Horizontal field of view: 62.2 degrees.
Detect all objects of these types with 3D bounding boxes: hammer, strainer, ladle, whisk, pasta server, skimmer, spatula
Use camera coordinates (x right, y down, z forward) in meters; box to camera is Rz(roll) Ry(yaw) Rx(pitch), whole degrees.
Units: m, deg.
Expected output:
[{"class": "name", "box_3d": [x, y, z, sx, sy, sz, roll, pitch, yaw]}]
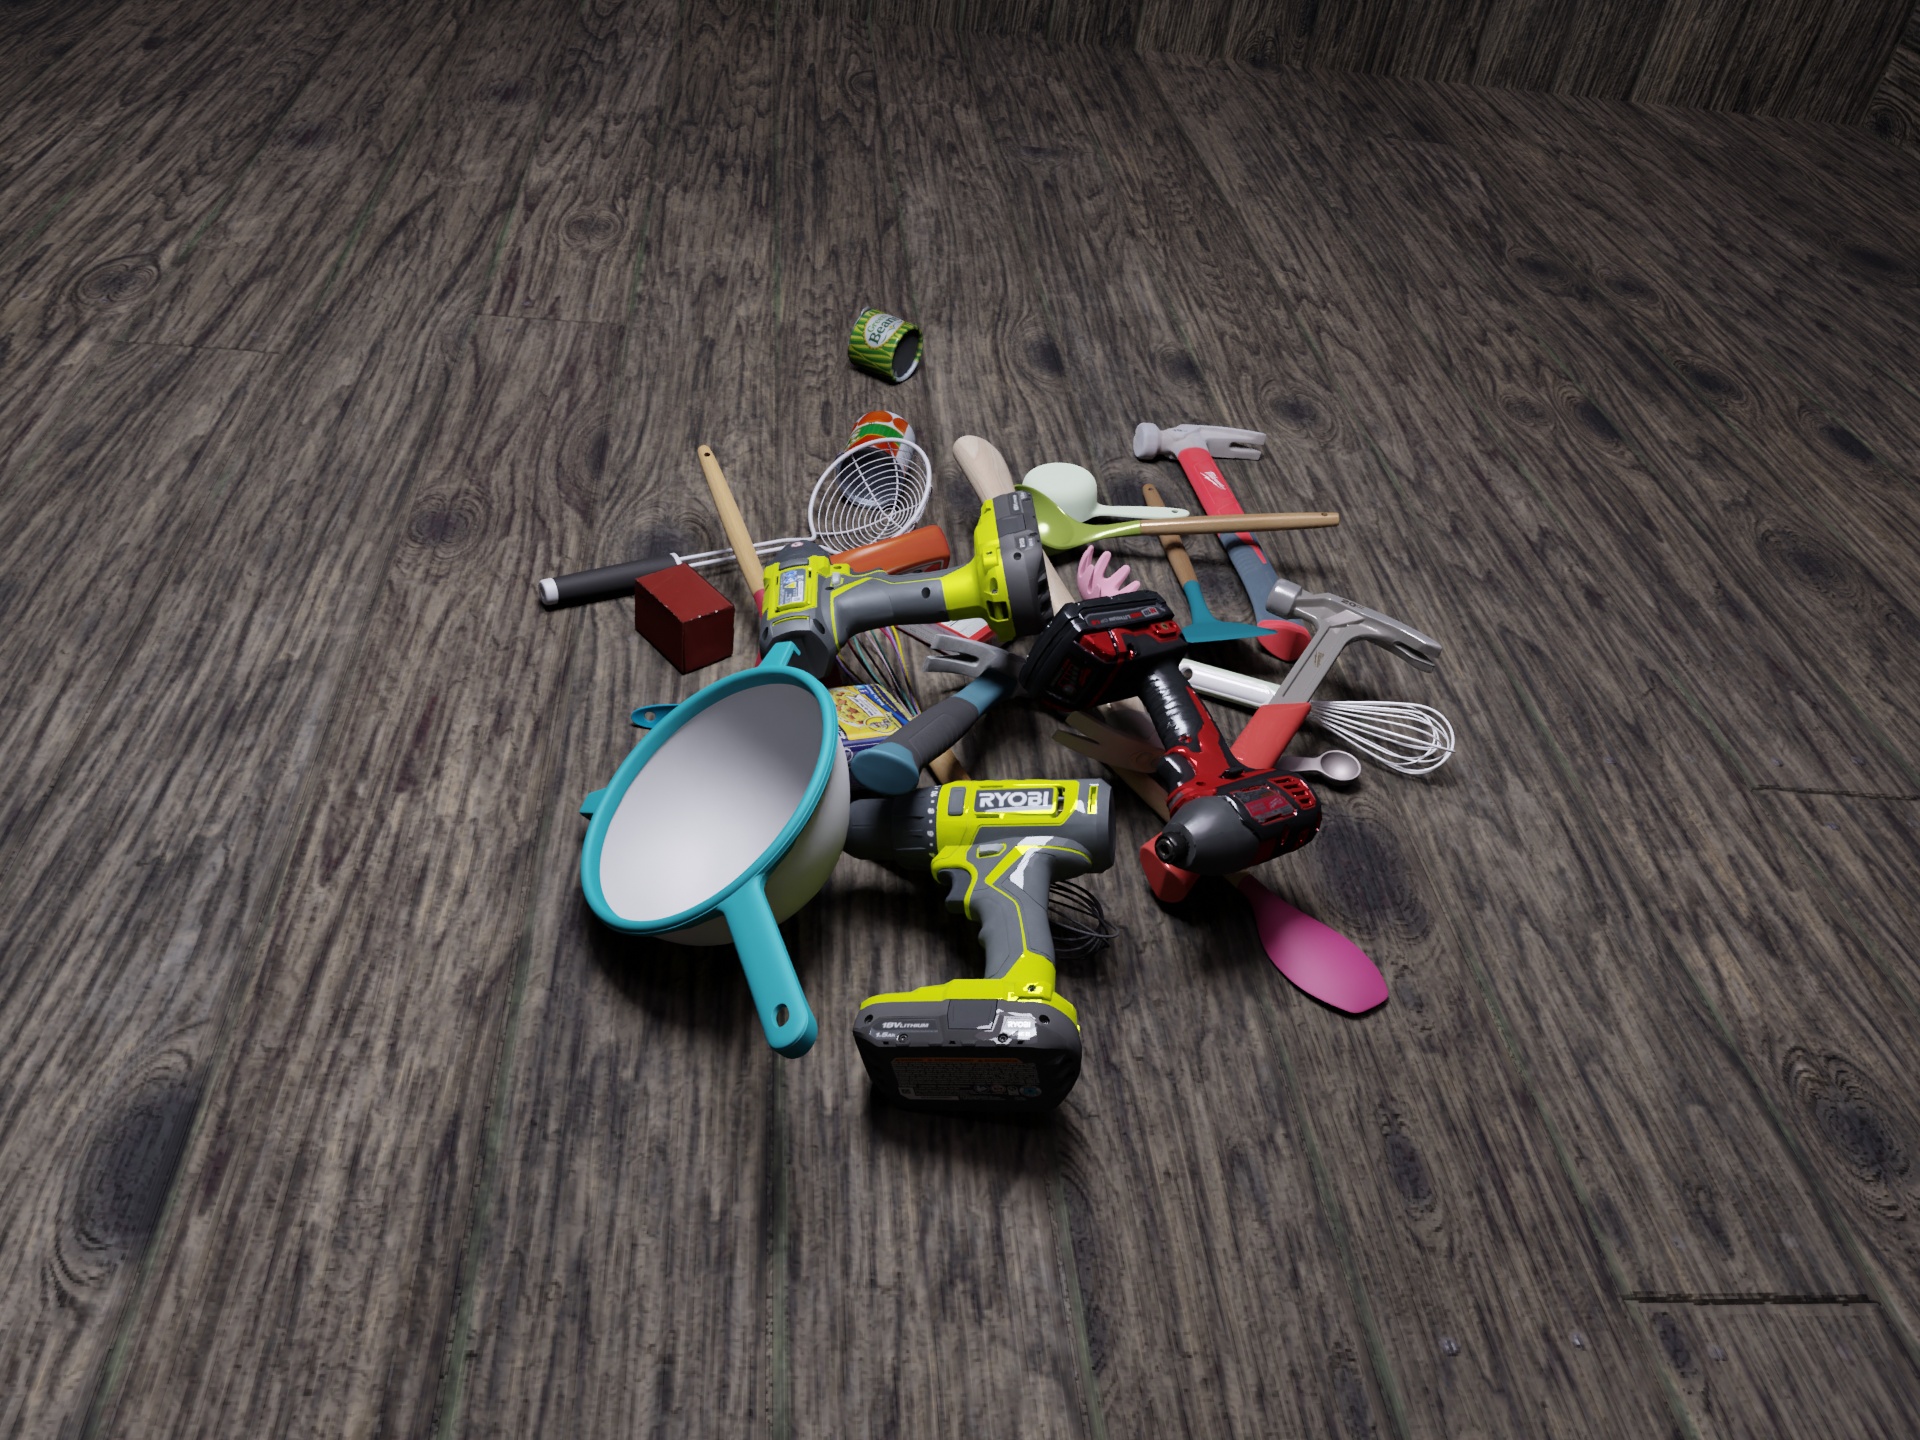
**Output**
[{"class": "hammer", "box_3d": [0.247, 0.017, 1.241, 0.149, 0.036, 0.359, 26, 49, 18]}, {"class": "strainer", "box_3d": [-0.125, 0.107, 1.019, 0.211, 0.095, 0.341, -38, 39, 6]}, {"class": "ladle", "box_3d": [0.196, -0.192, 1.497, 0.320, 0.062, 0.078, -2, 44, 2]}, {"class": "whisk", "box_3d": [0.004, 0.108, 1.127, 0.239, 0.055, 0.055, 23, 40, 24]}, {"class": "hammer", "box_3d": [0.068, -0.114, 1.347, 0.146, 0.038, 0.411, 14, 36, -38]}, {"class": "pasta server", "box_3d": [0.173, -0.036, 1.333, 0.060, 0.040, 0.317, 15, 33, -39]}, {"class": "skimmer", "box_3d": [-0.195, -0.173, 1.407, 0.363, 0.090, 0.127, -16, 47, -28]}, {"class": "hammer", "box_3d": [0.284, -0.185, 1.563, 0.143, 0.038, 0.387, 1, 38, -12]}, {"class": "ladle", "box_3d": [-0.173, -0.124, 1.340, 0.069, 0.031, 0.316, -16, 56, -15]}, {"class": "whisk", "box_3d": [0.292, -0.009, 1.335, 0.246, 0.058, 0.059, 17, 4, 17]}, {"class": "hammer", "box_3d": [-0.002, -0.004, 1.184, 0.128, 0.033, 0.331, 25, 20, 11]}, {"class": "whisk", "box_3d": [-0.041, -0.014, 1.275, 0.047, 0.051, 0.245, -7, 43, -29]}, {"class": "spatula", "box_3d": [0.214, -0.149, 1.498, 0.082, 0.044, 0.318, -6, 38, -5]}]

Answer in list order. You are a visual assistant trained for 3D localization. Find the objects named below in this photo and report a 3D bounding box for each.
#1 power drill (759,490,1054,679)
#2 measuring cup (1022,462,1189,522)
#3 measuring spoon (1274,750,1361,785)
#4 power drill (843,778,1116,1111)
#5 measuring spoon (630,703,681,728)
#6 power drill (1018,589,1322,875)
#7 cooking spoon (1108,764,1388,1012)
[{"class": "power drill", "box_3d": [-0.045, -0.110, 1.252, 0.223, 0.080, 0.171, -10, 34, 3]}, {"class": "measuring cup", "box_3d": [0.141, -0.222, 1.560, 0.167, 0.038, 0.083, 6, 36, 12]}, {"class": "measuring spoon", "box_3d": [0.262, 0.041, 1.292, 0.124, 0.018, 0.034, 1, 43, 1]}, {"class": "power drill", "box_3d": [0.000, 0.131, 1.028, 0.190, 0.080, 0.229, -2, 46, 11]}, {"class": "measuring spoon", "box_3d": [-0.193, -0.007, 1.246, 0.128, 0.042, 0.021, -1, 19, -1]}, {"class": "power drill", "box_3d": [0.145, 0.015, 1.129, 0.143, 0.078, 0.220, -13, 58, -40]}, {"class": "cooking spoon", "box_3d": [0.195, 0.104, 1.189, 0.068, 0.017, 0.319, -17, 45, -31]}]
